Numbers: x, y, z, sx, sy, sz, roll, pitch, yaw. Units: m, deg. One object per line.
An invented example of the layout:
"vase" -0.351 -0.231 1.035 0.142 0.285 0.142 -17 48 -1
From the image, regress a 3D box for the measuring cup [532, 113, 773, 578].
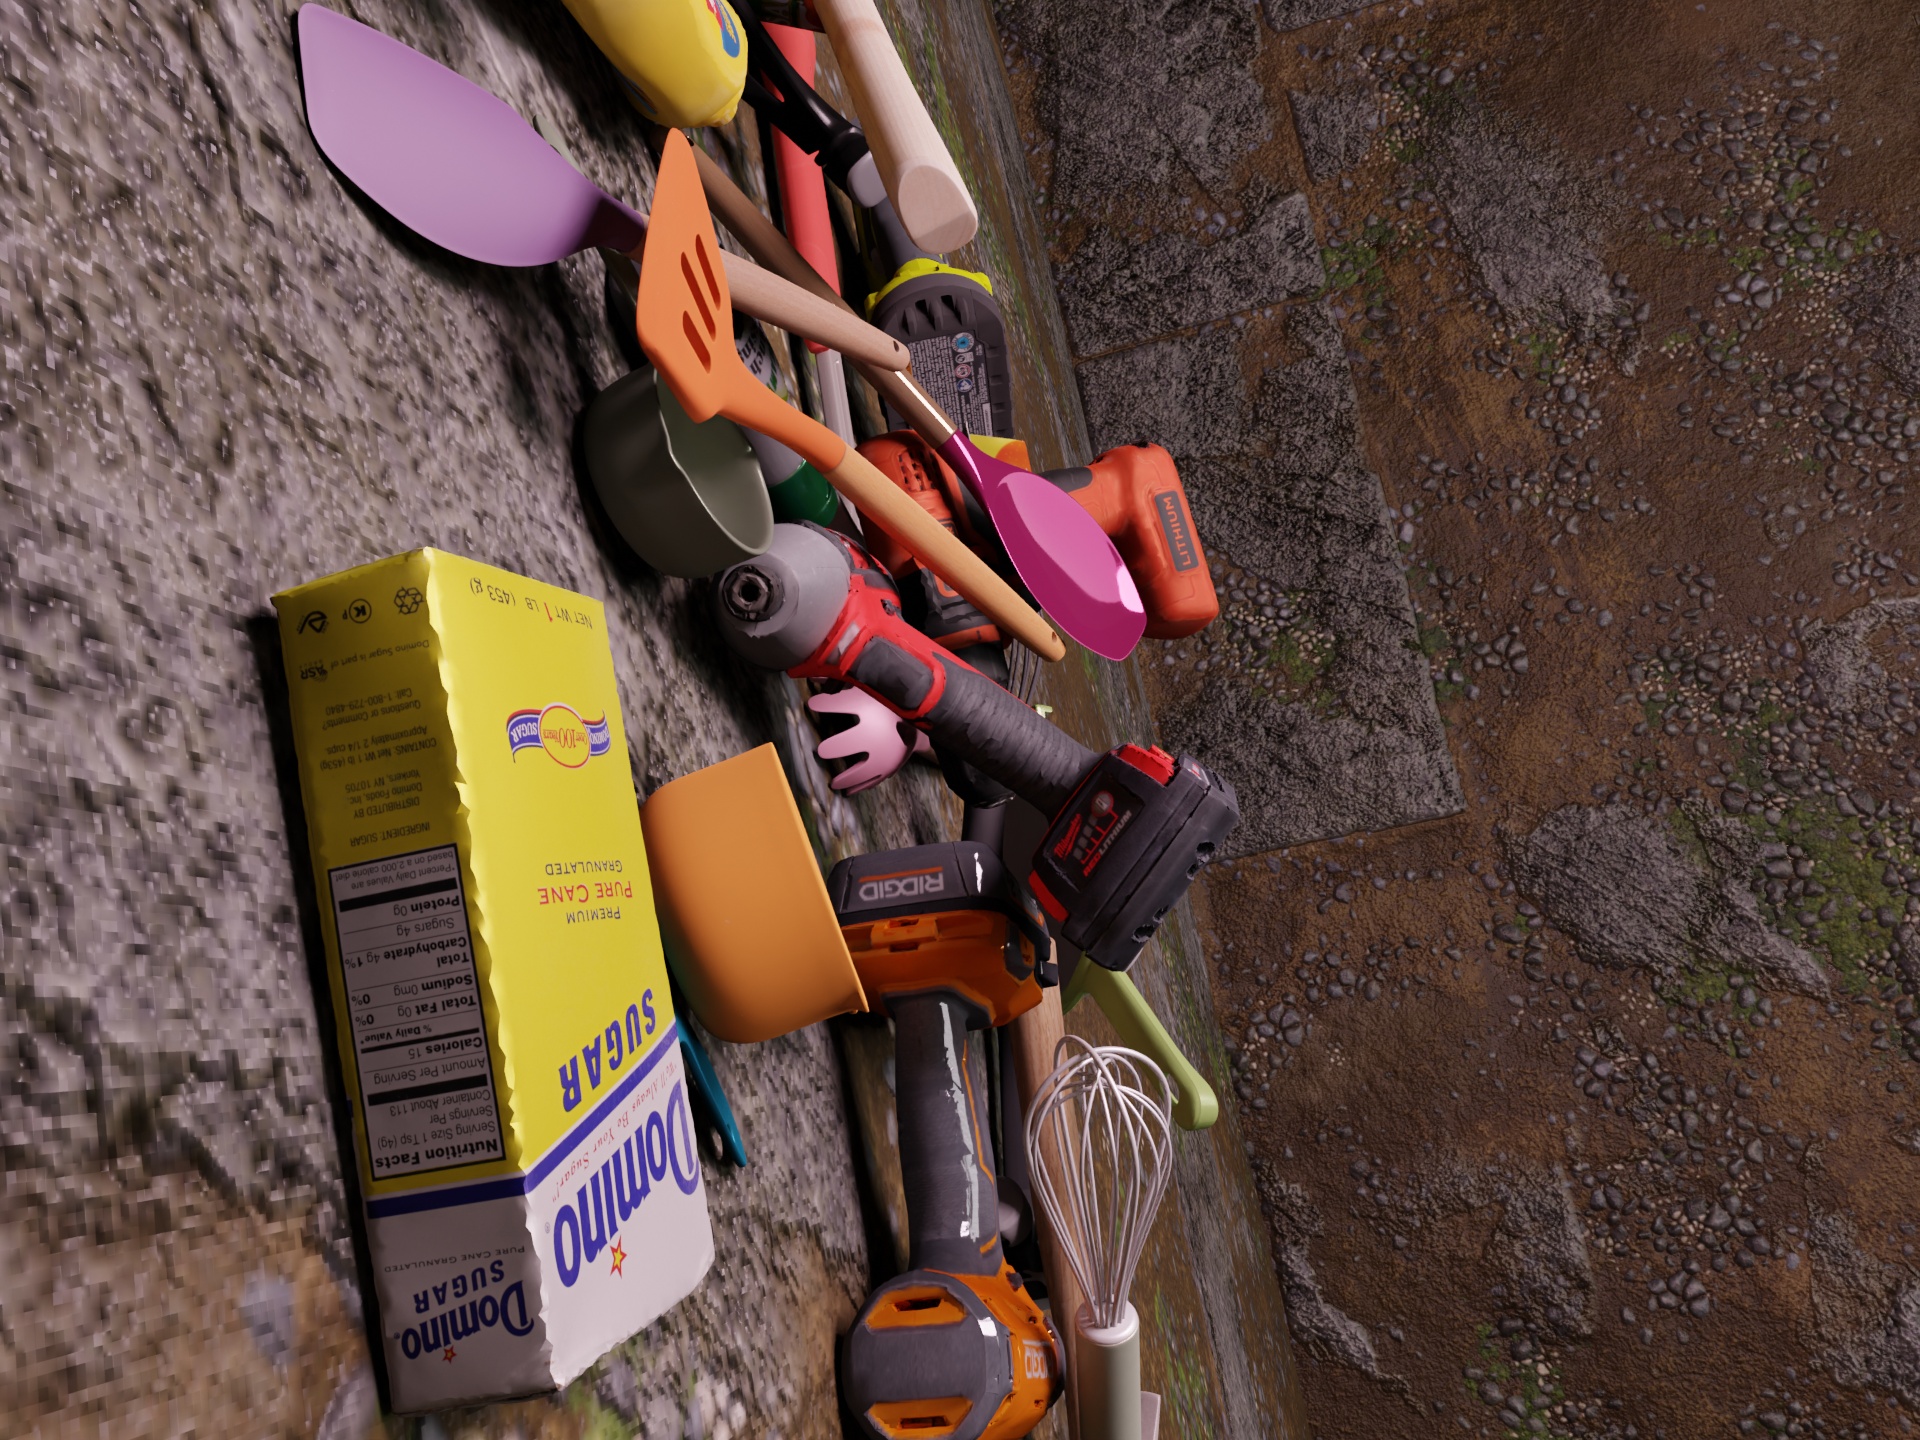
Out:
"measuring cup" -0.120 -0.126 0.554 0.167 0.038 0.083 64 15 -4

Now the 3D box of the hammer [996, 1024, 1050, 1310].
"hammer" 0.033 0.180 0.936 0.335 0.035 0.146 -92 164 -46

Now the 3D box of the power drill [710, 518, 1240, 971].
"power drill" -0.001 -0.002 0.629 0.220 0.078 0.143 36 7 6

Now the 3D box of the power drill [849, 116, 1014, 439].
"power drill" -0.026 -0.263 1.022 0.171 0.080 0.223 81 -3 -47

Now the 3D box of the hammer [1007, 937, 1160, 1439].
"hammer" 0.054 0.268 0.783 0.130 0.031 0.331 -23 106 -67

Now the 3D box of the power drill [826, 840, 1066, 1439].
"power drill" 0.001 0.181 0.664 0.164 0.084 0.227 55 28 -62

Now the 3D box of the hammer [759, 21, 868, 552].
"hammer" -0.082 -0.242 0.868 0.149 0.037 0.359 47 32 -68

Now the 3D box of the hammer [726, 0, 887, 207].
"hammer" -0.132 -0.355 0.687 0.127 0.034 0.336 49 4 27

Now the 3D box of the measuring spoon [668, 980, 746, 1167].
"measuring spoon" -0.089 0.104 0.479 0.128 0.021 0.042 78 -8 -46

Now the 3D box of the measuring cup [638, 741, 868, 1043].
"measuring cup" -0.066 0.075 0.532 0.173 0.052 0.095 86 -17 -62

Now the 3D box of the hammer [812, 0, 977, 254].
"hammer" -0.079 -0.393 0.751 0.411 0.038 0.146 68 11 14

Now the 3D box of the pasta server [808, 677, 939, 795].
"pasta server" -0.025 0.014 0.875 0.316 0.040 0.060 32 45 -80

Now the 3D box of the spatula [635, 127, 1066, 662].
"spatula" -0.029 -0.092 0.616 0.322 0.041 0.081 36 52 -51

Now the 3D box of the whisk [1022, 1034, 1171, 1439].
"whisk" 0.055 0.223 0.610 0.059 0.058 0.246 42 -38 55

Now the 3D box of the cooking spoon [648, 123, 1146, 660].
"cooking spoon" -0.024 -0.148 0.730 0.318 0.017 0.069 46 49 -13

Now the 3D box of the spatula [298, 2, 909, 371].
"spatula" -0.099 -0.160 0.554 0.315 0.018 0.060 2 77 -63

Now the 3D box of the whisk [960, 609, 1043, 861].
"whisk" 0.011 0.038 0.853 0.055 0.055 0.239 -40 135 -78

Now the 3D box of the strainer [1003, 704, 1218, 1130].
"strainer" 0.084 0.114 0.822 0.257 0.069 0.151 55 -45 51
